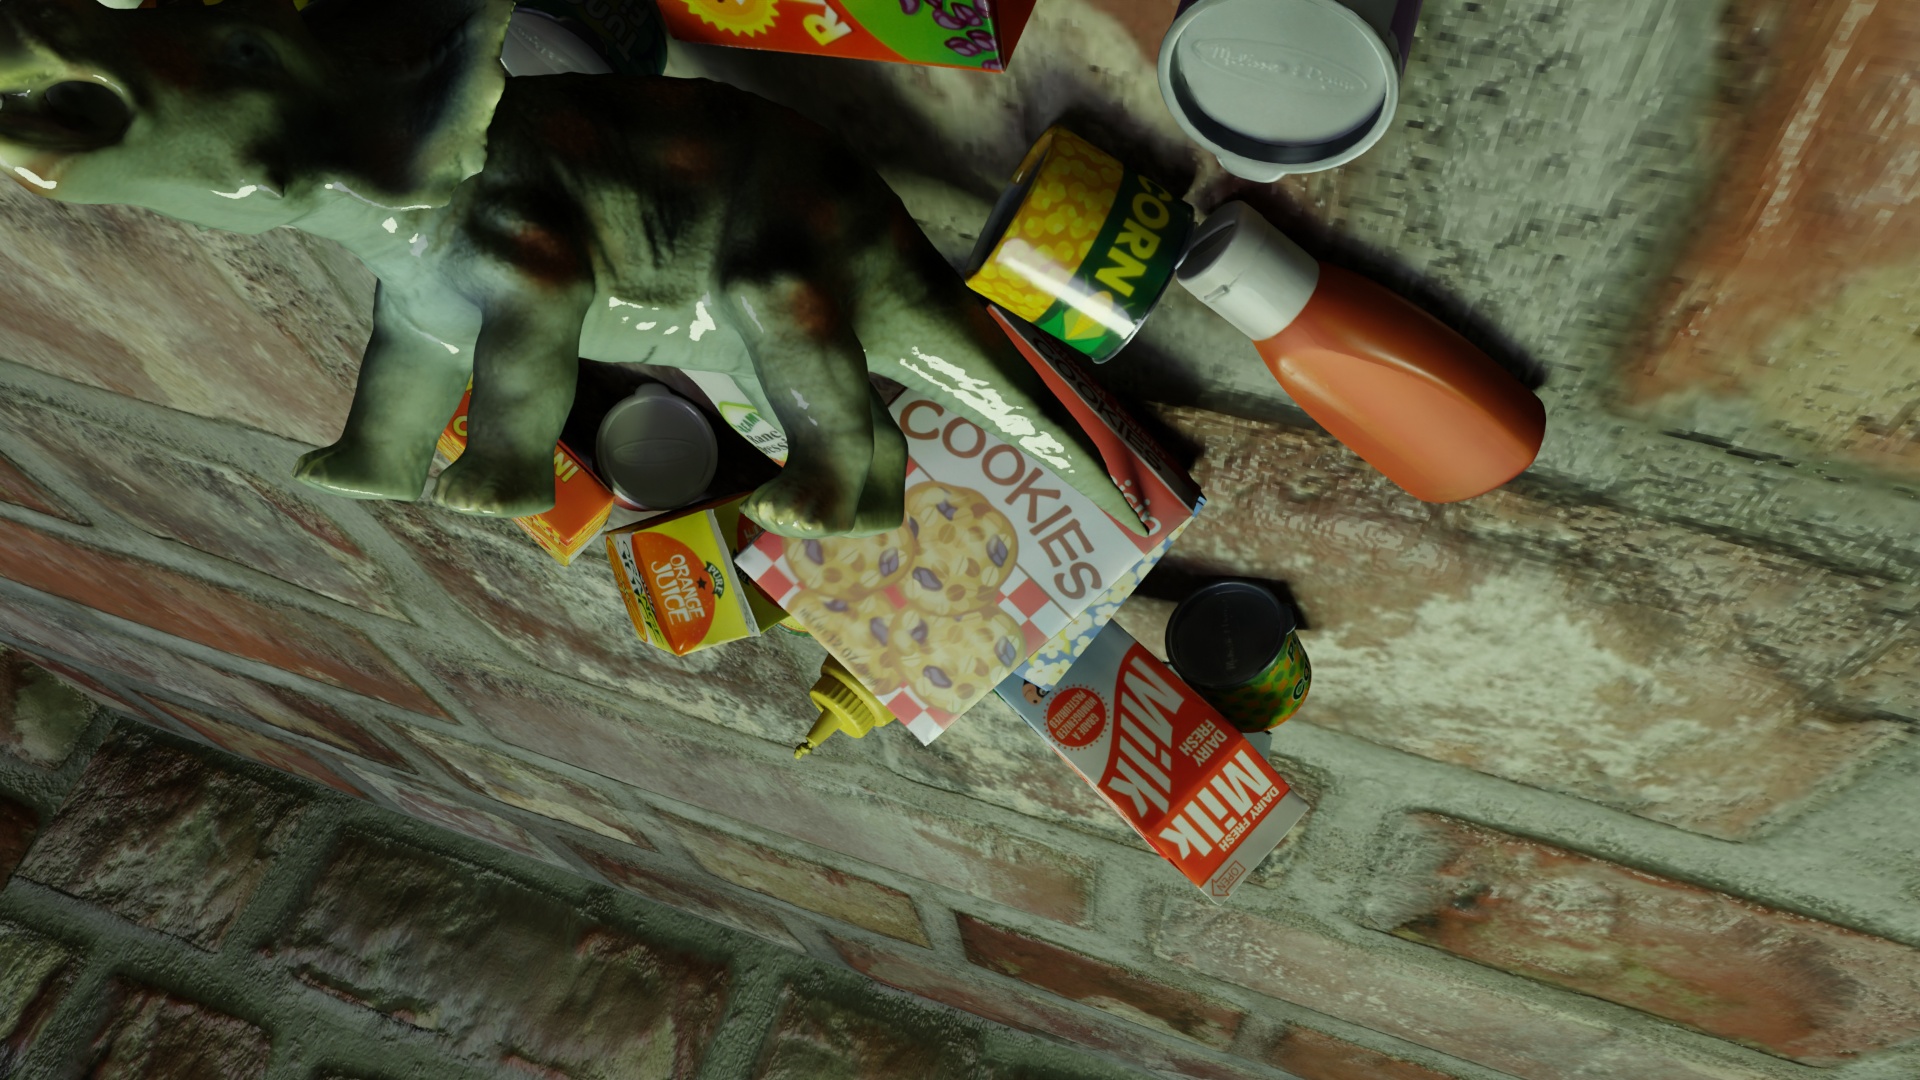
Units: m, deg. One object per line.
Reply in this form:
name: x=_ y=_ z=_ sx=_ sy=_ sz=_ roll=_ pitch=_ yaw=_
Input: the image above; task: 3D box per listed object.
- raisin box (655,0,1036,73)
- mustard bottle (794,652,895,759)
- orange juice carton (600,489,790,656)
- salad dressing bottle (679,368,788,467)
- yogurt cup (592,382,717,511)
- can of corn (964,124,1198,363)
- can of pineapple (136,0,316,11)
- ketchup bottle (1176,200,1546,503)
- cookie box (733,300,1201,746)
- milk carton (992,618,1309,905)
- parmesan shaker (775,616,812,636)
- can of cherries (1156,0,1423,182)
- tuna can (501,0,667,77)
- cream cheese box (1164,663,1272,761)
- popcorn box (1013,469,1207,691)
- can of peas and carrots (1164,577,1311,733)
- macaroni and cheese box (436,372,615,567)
raisin box: x=-0.045 y=-0.194 z=0.430 sx=0.123 sy=0.040 sz=0.085 roll=13 pitch=154 yaw=19
mustard bottle: x=-0.037 y=0.062 z=0.776 sx=0.065 sy=0.161 sz=0.048 roll=31 pitch=156 yaw=25
orange juice carton: x=-0.148 y=0.017 z=0.788 sx=0.192 sy=0.073 sz=0.071 roll=-1 pitch=109 yaw=69
salad dressing bottle: x=-0.105 y=-0.081 z=0.692 sx=0.147 sy=0.044 sz=0.064 roll=39 pitch=151 yaw=-31
yogurt cup: x=-0.178 y=-0.047 z=0.794 sx=0.072 sy=0.072 sz=0.054 roll=31 pitch=161 yaw=-18
can of corn: x=0.043 y=-0.108 z=0.500 sx=0.058 sy=0.071 sz=0.071 roll=28 pitch=153 yaw=-12
can of pineapple: x=-0.293 y=-0.210 z=0.568 sx=0.071 sy=0.058 sz=0.070 roll=18 pitch=154 yaw=9
ketchup bottle: x=0.147 y=-0.069 z=0.520 sx=0.149 sy=0.044 sz=0.064 roll=32 pitch=152 yaw=-20
cookie box: x=0.002 y=-0.008 z=0.614 sx=0.123 sy=0.040 sz=0.167 roll=45 pitch=110 yaw=-5
milk carton: x=0.090 y=0.102 z=0.742 sx=0.191 sy=0.072 sz=0.073 roll=42 pitch=174 yaw=26
parmesan shaker: x=-0.084 y=0.014 z=0.832 sx=0.071 sy=0.071 sz=0.102 roll=24 pitch=154 yaw=-4
can of cherries: x=0.094 y=-0.147 z=0.394 sx=0.071 sy=0.058 sz=0.071 roll=16 pitch=154 yaw=8
tuna can: x=-0.147 y=-0.188 z=0.528 sx=0.071 sy=0.033 sz=0.070 roll=17 pitch=154 yaw=9
cream cheese box: x=0.152 y=0.126 z=0.885 sx=0.103 sy=0.053 sz=0.024 roll=35 pitch=149 yaw=-25
popcorn box: x=0.043 y=0.001 z=0.662 sx=0.085 sy=0.038 sz=0.126 roll=31 pitch=111 yaw=-17
can of peas and carrots: x=0.153 y=0.062 z=0.749 sx=0.071 sy=0.071 sz=0.058 roll=4 pitch=150 yaw=32
macaroni and cheese box: x=-0.261 y=-0.046 z=0.808 sx=0.123 sy=0.040 sz=0.166 roll=44 pitch=164 yaw=-8
